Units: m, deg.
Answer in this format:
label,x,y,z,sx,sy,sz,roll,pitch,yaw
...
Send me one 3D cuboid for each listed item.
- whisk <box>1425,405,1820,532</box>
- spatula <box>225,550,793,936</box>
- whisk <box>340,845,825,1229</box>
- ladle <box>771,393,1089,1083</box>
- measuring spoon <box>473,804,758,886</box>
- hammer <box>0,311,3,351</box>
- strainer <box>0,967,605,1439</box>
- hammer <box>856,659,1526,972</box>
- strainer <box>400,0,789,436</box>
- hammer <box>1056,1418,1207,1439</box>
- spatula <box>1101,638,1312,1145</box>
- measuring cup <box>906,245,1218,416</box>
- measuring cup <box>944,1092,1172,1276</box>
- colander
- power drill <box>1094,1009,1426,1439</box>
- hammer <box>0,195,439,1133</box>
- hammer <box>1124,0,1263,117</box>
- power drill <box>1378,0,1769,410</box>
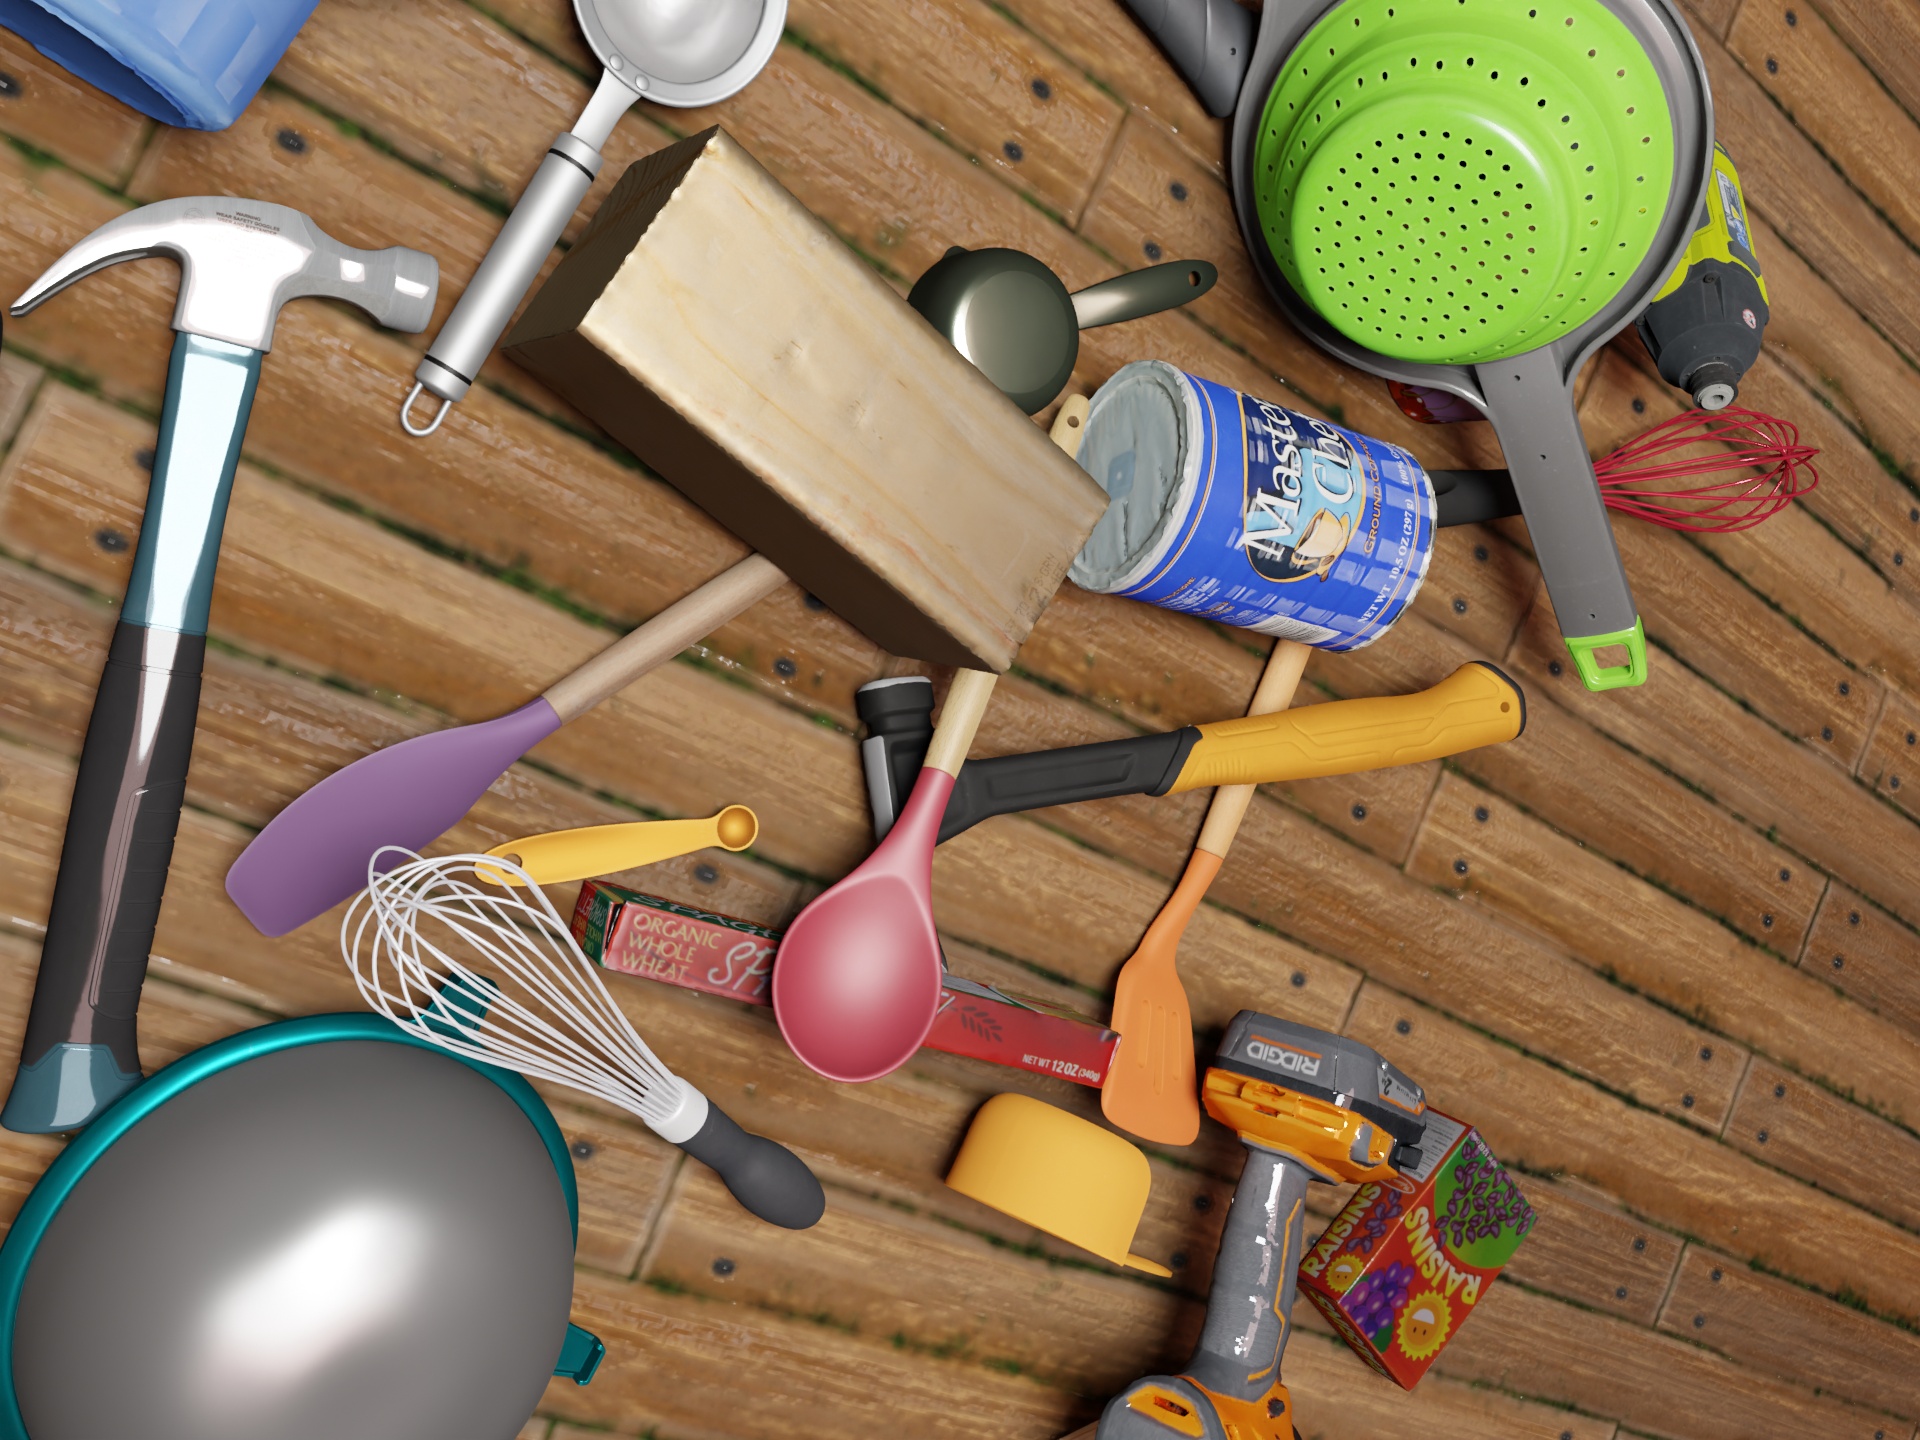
label,x,y,z,sx,sy,sz,roll,pitch,yaw
whisk,0.346,-0.128,0.857,0.295,0.073,0.073,-8,100,-21
spatula,-0.141,-0.019,0.630,0.316,0.018,0.059,-36,145,-21
whisk,-0.128,0.136,0.611,0.070,0.070,0.284,-50,133,-14
ladle,-0.001,-0.002,0.665,0.069,0.031,0.315,24,73,-12
measuring spoon,-0.140,0.051,0.652,0.117,0.011,0.021,-8,97,-23
hammer,-0.431,-0.204,0.451,0.334,0.035,0.146,44,76,-25
strainer,-0.272,0.239,0.531,0.340,0.095,0.211,-22,113,-32
hammer,0.121,0.024,0.737,0.336,0.034,0.127,-8,87,-20
strainer,-0.142,-0.220,0.598,0.086,0.050,0.258,32,87,-39
hammer,-0.050,0.387,0.727,0.410,0.038,0.146,-16,102,-26
spatula,0.138,0.045,0.778,0.081,0.041,0.322,29,81,-43
measuring cup,0.055,-0.181,0.705,0.167,0.038,0.083,-21,106,-22
measuring cup,0.065,0.223,0.751,0.173,0.095,0.052,38,69,-46
colander,0.238,-0.155,0.705,0.396,0.204,0.094,62,39,-25
power drill,0.151,0.270,0.763,0.164,0.084,0.226,39,67,-51
hammer,-0.279,-0.019,0.555,0.128,0.033,0.331,11,91,-29
hammer,-0.008,-0.395,0.629,0.408,0.036,0.149,38,92,-32
power drill,0.310,-0.260,0.779,0.223,0.080,0.171,25,54,-27
